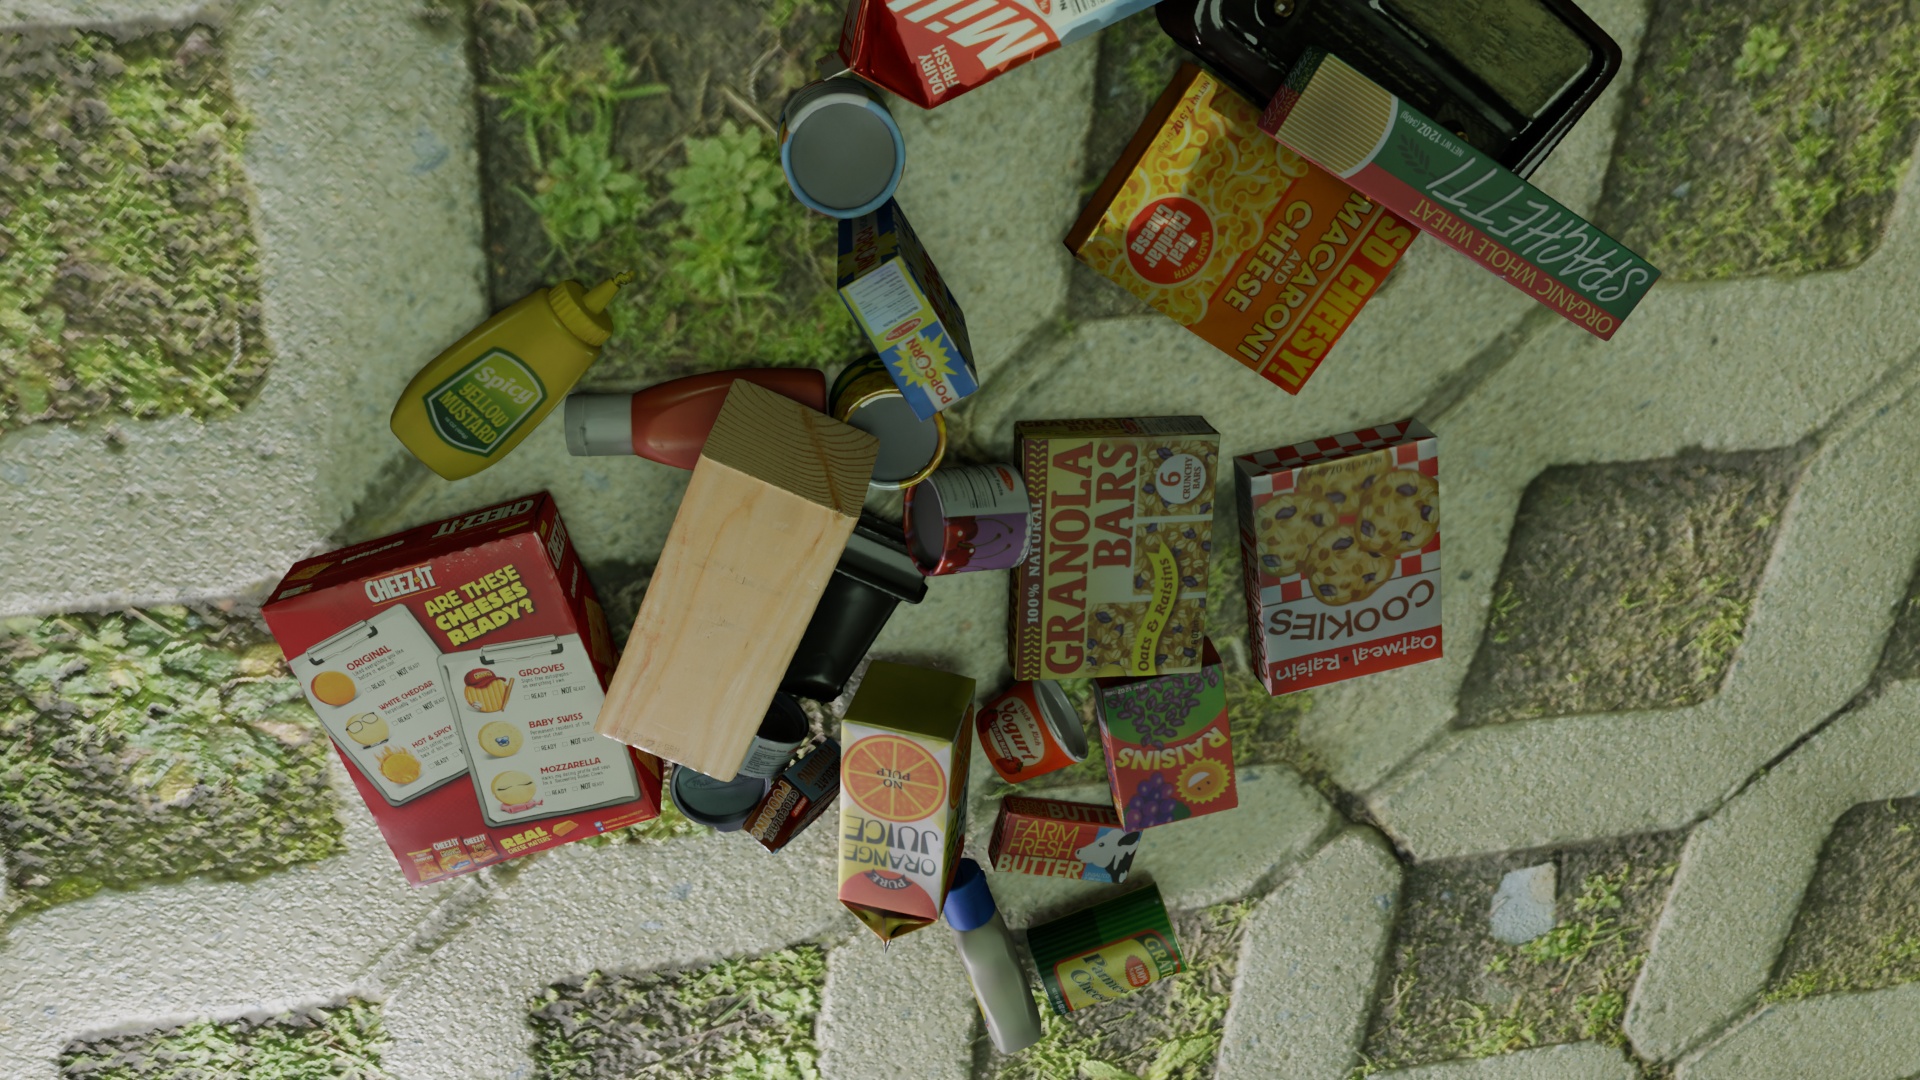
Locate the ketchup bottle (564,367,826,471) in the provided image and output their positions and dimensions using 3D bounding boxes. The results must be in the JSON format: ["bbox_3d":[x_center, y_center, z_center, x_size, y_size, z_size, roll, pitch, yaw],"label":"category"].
[{"bbox_3d":[-0.153,-0.068,0.812,0.149,0.044,0.064,-1,116,-8],"label":"ketchup bottle"}]

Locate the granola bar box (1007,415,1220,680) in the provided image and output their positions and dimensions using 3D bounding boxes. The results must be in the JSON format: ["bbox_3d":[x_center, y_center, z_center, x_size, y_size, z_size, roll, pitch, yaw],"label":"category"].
[{"bbox_3d":[0.095,0.007,0.882,0.124,0.039,0.164,-2,111,-7],"label":"granola bar box"}]

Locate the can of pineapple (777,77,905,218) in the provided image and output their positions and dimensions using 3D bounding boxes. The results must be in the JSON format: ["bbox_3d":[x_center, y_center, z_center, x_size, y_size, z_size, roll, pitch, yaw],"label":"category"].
[{"bbox_3d":[-0.064,-0.210,0.749,0.071,0.058,0.070,-4,116,-7],"label":"can of pineapple"}]

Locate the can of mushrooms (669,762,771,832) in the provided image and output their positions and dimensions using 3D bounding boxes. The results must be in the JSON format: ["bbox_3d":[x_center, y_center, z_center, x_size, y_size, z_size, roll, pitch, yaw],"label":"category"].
[{"bbox_3d":[-0.159,0.157,0.927,0.071,0.033,0.070,-4,116,-8],"label":"can of mushrooms"}]

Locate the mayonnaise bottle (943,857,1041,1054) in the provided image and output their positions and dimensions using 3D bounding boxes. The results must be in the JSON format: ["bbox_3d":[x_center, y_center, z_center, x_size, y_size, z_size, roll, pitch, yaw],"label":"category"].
[{"bbox_3d":[0.019,0.299,1.009,0.041,0.065,0.147,-21,113,-2],"label":"mayonnaise bottle"}]

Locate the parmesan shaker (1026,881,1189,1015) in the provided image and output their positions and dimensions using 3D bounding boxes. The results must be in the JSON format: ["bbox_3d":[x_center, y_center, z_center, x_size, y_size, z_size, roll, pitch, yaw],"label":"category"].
[{"bbox_3d":[0.108,0.302,1.021,0.103,0.071,0.071,-21,117,2],"label":"parmesan shaker"}]

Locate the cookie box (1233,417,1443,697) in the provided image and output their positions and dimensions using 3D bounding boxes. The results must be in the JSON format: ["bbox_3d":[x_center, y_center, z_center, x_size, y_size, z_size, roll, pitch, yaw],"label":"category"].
[{"bbox_3d":[0.251,0.013,0.918,0.123,0.040,0.166,-12,116,-3],"label":"cookie box"}]

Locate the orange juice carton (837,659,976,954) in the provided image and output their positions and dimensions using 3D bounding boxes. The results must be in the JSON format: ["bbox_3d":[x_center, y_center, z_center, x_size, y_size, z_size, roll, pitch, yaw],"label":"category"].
[{"bbox_3d":[-0.037,0.182,0.923,0.073,0.072,0.191,9,120,9],"label":"orange juice carton"}]

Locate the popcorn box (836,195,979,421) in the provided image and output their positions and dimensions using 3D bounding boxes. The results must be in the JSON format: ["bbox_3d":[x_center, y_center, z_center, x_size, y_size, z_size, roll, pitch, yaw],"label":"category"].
[{"bbox_3d":[-0.030,-0.130,0.755,0.038,0.127,0.085,-27,117,10],"label":"popcorn box"}]

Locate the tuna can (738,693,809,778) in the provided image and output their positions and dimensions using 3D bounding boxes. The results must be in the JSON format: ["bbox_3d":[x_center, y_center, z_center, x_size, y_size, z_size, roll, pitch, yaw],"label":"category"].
[{"bbox_3d":[-0.136,0.118,0.896,0.071,0.071,0.032,25,111,-19],"label":"tuna can"}]

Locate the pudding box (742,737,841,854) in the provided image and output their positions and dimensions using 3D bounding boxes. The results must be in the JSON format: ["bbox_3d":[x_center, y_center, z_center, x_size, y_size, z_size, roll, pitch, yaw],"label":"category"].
[{"bbox_3d":[-0.104,0.167,0.912,0.030,0.084,0.049,40,107,8],"label":"pudding box"}]

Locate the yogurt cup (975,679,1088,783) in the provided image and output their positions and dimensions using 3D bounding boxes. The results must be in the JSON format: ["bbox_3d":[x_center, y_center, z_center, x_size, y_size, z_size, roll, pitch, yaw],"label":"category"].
[{"bbox_3d":[0.046,0.127,0.928,0.054,0.073,0.072,-29,117,15],"label":"yogurt cup"}]

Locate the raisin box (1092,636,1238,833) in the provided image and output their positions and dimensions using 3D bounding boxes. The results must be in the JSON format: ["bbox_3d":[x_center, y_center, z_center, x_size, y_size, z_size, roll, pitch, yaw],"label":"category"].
[{"bbox_3d":[0.141,0.135,0.960,0.086,0.040,0.123,-13,116,-3],"label":"raisin box"}]

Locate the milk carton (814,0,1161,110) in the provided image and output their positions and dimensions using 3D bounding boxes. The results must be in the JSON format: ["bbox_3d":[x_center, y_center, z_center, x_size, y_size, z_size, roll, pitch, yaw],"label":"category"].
[{"bbox_3d":[0.013,-0.283,0.718,0.190,0.072,0.073,-25,117,2],"label":"milk carton"}]

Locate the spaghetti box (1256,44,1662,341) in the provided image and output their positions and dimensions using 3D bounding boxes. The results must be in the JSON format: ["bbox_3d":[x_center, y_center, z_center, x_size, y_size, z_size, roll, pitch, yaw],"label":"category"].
[{"bbox_3d":[0.275,-0.184,0.753,0.250,0.029,0.050,24,112,-20],"label":"spaghetti box"}]

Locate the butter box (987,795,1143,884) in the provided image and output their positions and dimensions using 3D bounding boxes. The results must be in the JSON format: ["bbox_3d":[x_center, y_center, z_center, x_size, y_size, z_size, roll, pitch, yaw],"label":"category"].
[{"bbox_3d":[0.075,0.215,0.997,0.103,0.024,0.053,9,115,-13],"label":"butter box"}]

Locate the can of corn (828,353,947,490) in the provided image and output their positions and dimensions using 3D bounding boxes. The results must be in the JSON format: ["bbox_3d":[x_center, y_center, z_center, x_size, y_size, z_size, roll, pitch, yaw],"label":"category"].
[{"bbox_3d":[-0.042,-0.072,0.819,0.071,0.058,0.070,-4,117,-7],"label":"can of corn"}]

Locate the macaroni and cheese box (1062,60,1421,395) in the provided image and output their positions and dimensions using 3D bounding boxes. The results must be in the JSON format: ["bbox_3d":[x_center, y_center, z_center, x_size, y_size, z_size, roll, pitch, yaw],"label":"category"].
[{"bbox_3d":[0.164,-0.179,0.810,0.166,0.040,0.123,28,109,-20],"label":"macaroni and cheese box"}]

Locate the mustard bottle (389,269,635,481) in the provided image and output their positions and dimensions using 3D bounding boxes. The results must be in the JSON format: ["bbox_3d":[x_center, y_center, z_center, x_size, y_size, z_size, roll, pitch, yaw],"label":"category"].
[{"bbox_3d":[-0.245,-0.101,0.779,0.160,0.049,0.065,-38,117,10],"label":"mustard bottle"}]

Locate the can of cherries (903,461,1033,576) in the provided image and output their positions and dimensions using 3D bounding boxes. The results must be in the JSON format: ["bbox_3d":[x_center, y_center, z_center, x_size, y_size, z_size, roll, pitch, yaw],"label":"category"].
[{"bbox_3d":[0.003,-0.011,0.844,0.058,0.072,0.071,-6,118,-26],"label":"can of cherries"}]
